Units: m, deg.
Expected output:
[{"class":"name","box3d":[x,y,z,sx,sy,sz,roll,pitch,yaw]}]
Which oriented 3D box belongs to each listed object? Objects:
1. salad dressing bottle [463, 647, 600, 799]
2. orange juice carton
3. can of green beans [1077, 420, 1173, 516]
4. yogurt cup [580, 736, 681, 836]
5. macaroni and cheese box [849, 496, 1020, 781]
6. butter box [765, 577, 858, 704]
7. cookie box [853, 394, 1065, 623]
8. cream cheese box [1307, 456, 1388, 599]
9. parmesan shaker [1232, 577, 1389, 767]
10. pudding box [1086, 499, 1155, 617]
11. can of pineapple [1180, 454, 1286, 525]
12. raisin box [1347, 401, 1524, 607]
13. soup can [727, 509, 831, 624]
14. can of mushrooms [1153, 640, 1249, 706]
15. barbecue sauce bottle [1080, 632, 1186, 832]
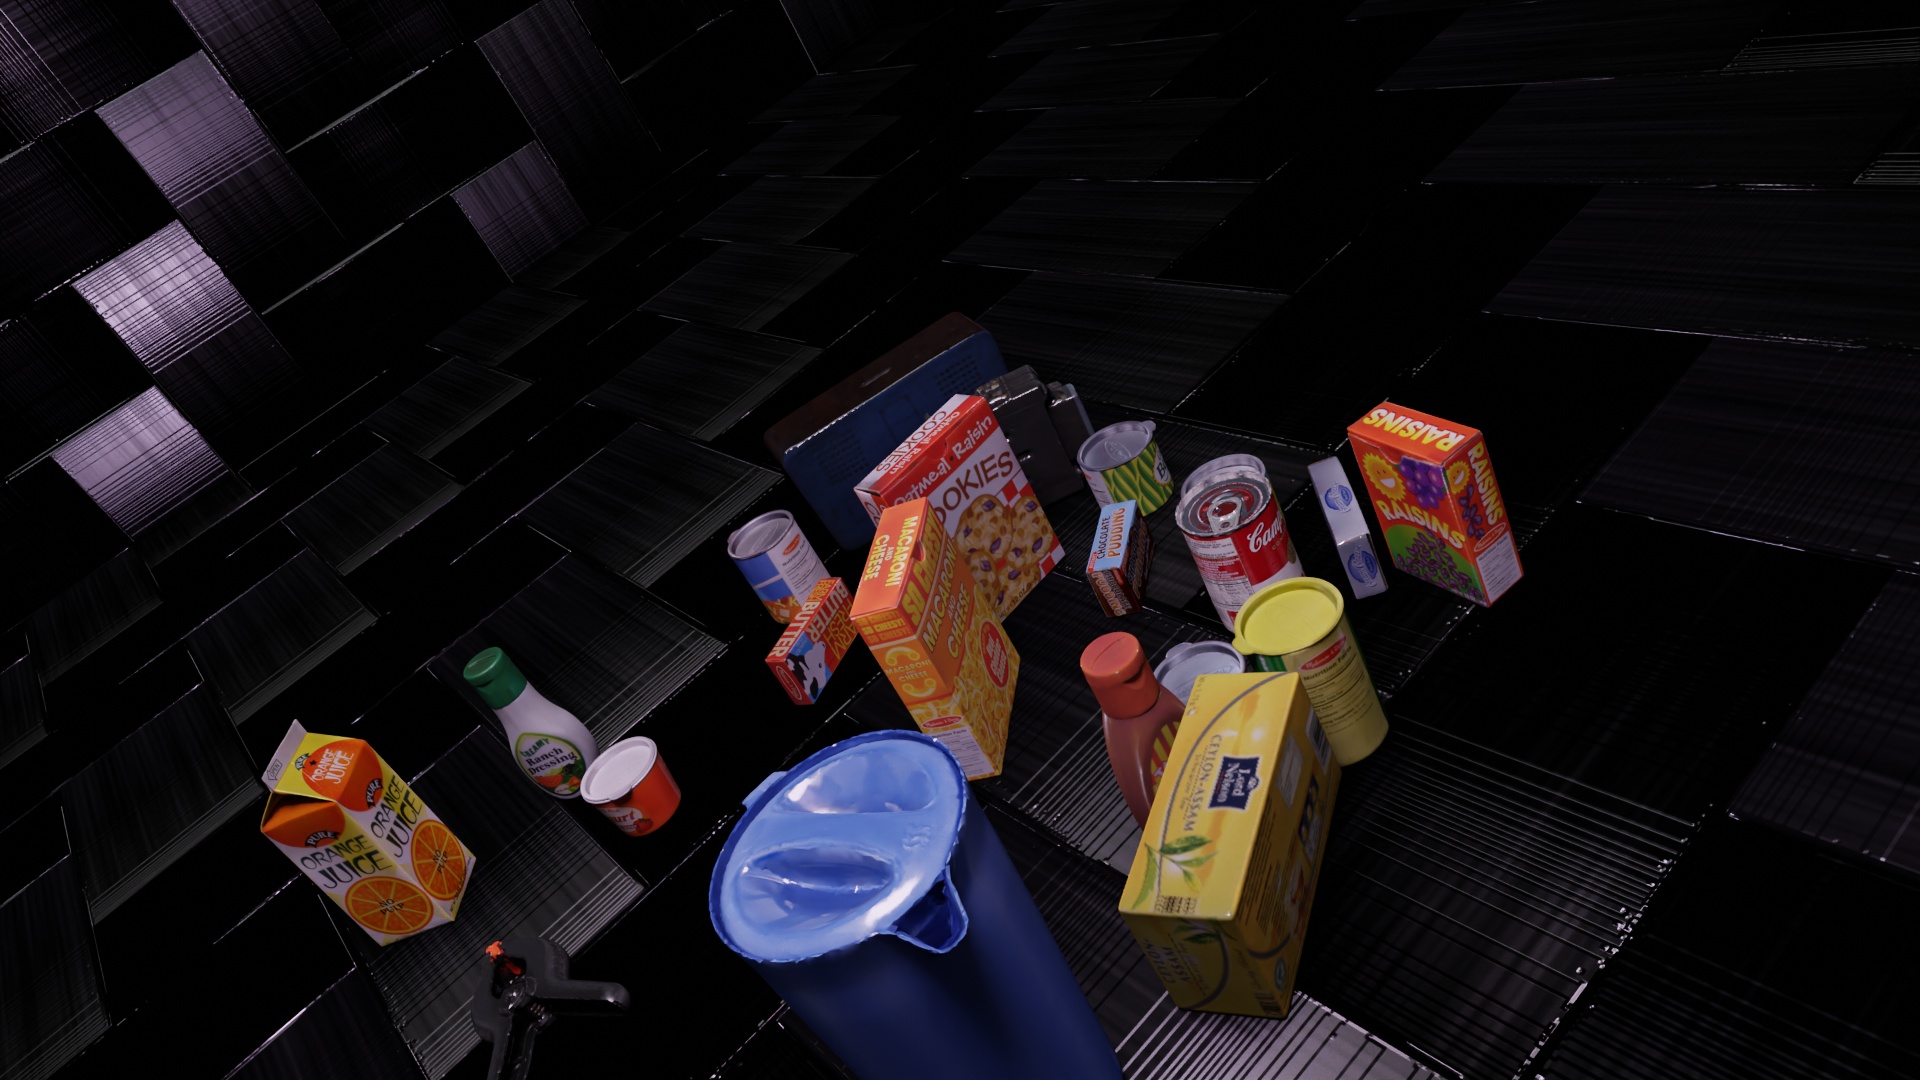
[{"class":"salad dressing bottle","box3d":[-0.360,0.154,1.168,0.064,0.147,0.044,-23,31,11]},{"class":"orange juice carton","box3d":[-0.481,0.230,1.110,0.073,0.192,0.072,-22,31,12]},{"class":"can of green beans","box3d":[0.139,-0.058,1.164,0.071,0.057,0.071,-21,32,14]},{"class":"yogurt cup","box3d":[-0.261,0.199,1.113,0.072,0.053,0.073,-21,32,14]},{"class":"macaroni and cheese box","box3d":[-0.013,0.071,0.992,0.040,0.166,0.124,-16,33,21]},{"class":"butter box","box3d":[-0.121,0.084,1.170,0.024,0.053,0.104,-5,38,34]},{"class":"cookie box","box3d":[0.004,-0.014,1.102,0.040,0.166,0.123,13,50,49]},{"class":"cream cheese box","box3d":[0.275,-0.010,0.988,0.024,0.053,0.104,-21,32,14]},{"class":"parmesan shaker","box3d":[0.214,0.083,0.851,0.071,0.102,0.072,-21,32,14]},{"class":"pudding box","box3d":[0.125,0.013,1.079,0.030,0.049,0.084,-12,35,27]},{"class":"can of pineapple","box3d":[0.209,-0.023,1.056,0.071,0.057,0.071,-21,32,14]},{"class":"raisin box","box3d":[0.311,-0.024,0.912,0.040,0.123,0.086,-36,31,-12]},{"class":"soup can","box3d":[-0.164,0.024,1.263,0.071,0.083,0.072,-21,32,14]},{"class":"can of mushrooms","box3d":[0.164,0.100,0.935,0.071,0.033,0.071,-21,32,14]},{"class":"barbecue sauce bottle","box3d":[0.115,0.119,0.834,0.065,0.148,0.044,-41,33,-20]}]
